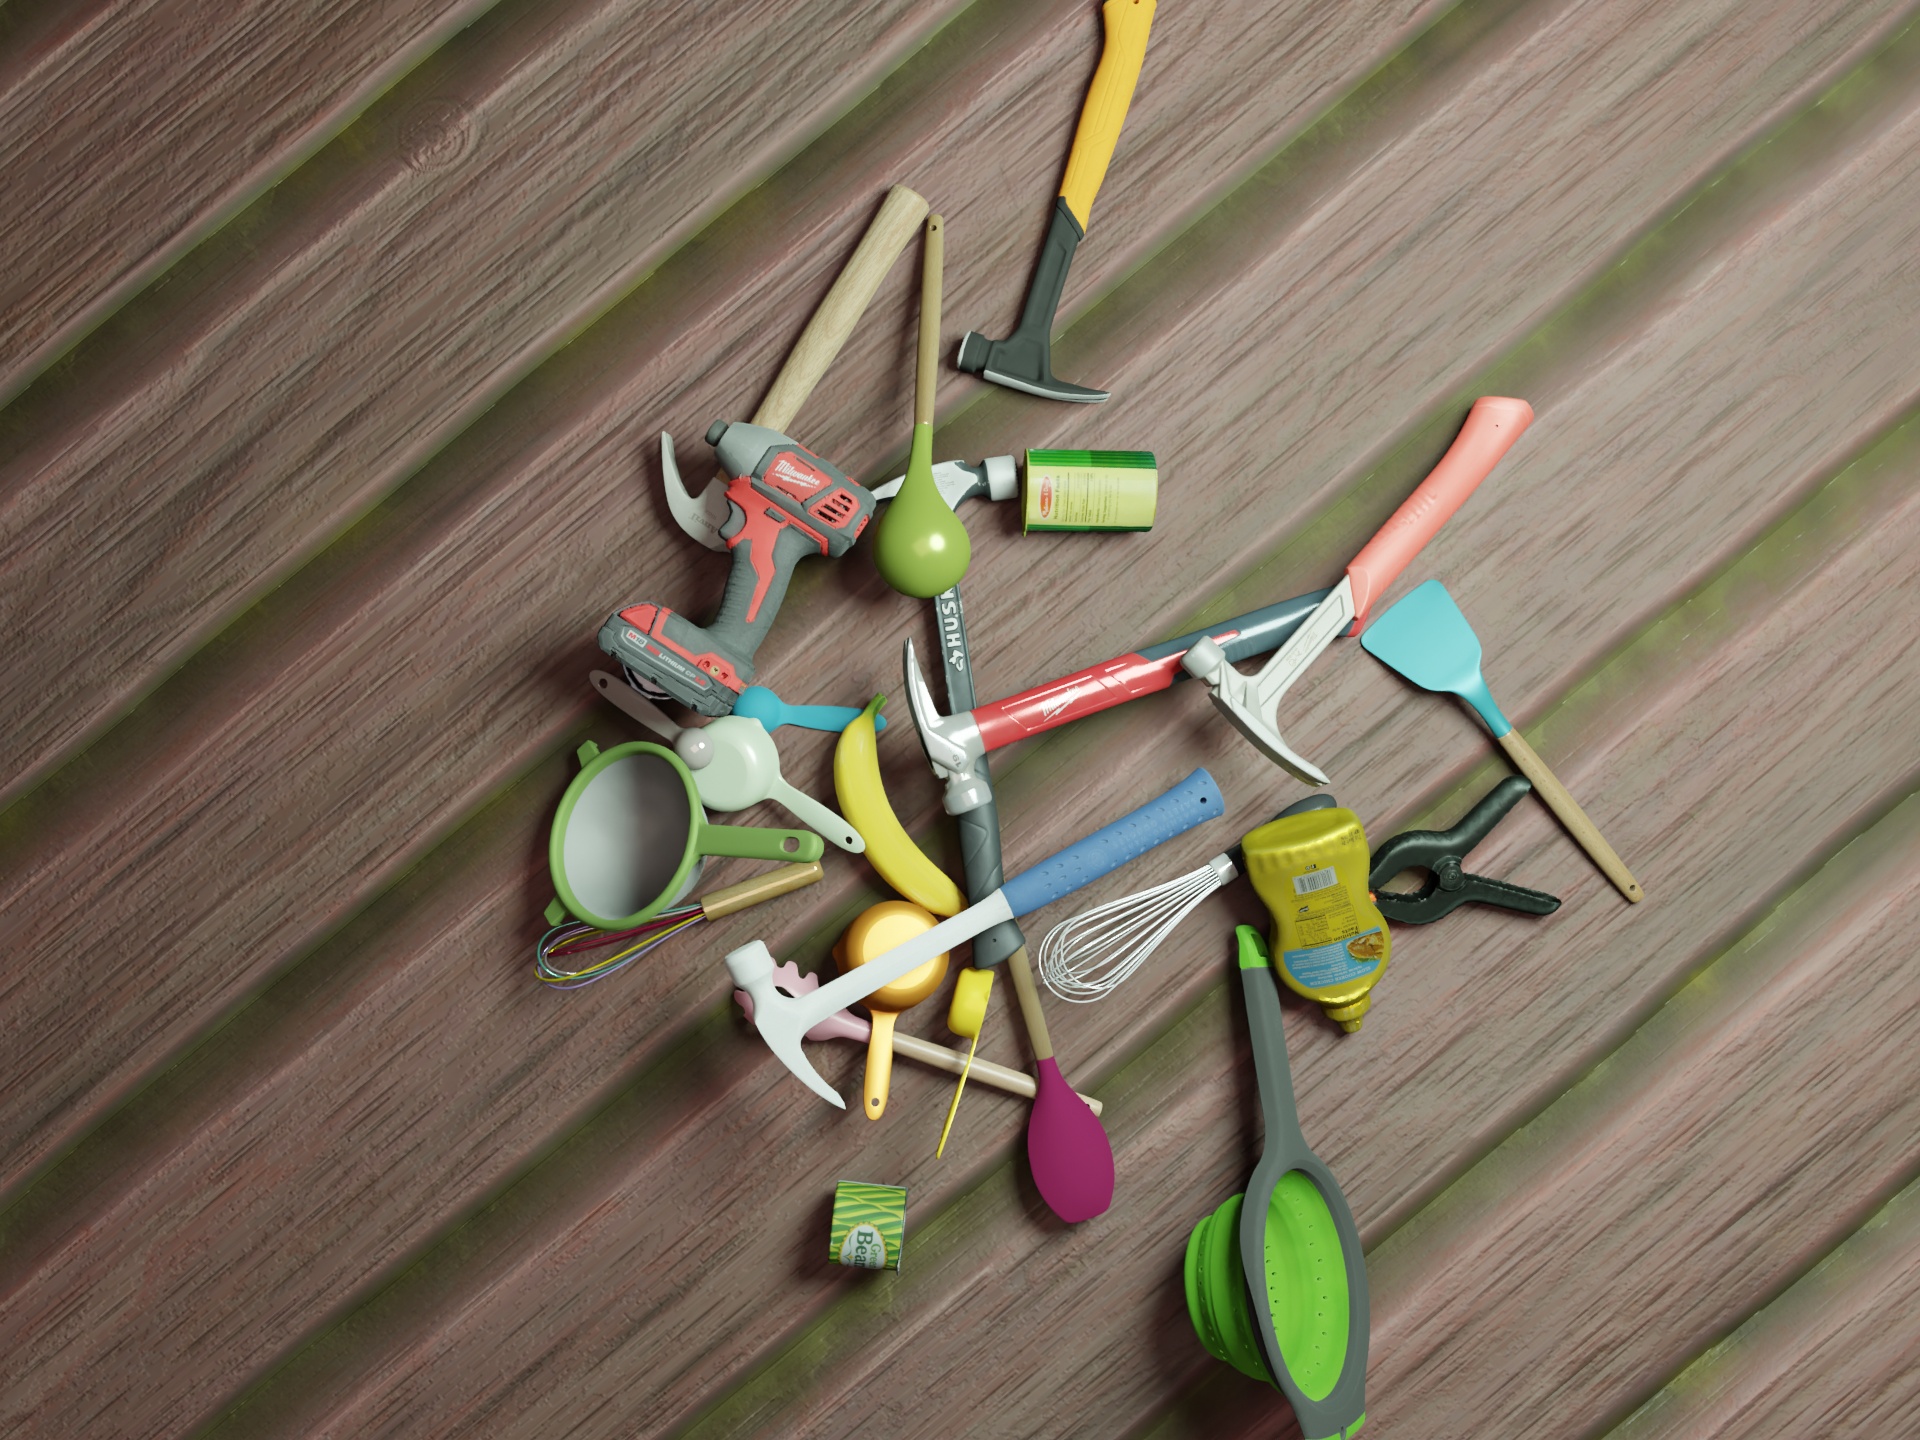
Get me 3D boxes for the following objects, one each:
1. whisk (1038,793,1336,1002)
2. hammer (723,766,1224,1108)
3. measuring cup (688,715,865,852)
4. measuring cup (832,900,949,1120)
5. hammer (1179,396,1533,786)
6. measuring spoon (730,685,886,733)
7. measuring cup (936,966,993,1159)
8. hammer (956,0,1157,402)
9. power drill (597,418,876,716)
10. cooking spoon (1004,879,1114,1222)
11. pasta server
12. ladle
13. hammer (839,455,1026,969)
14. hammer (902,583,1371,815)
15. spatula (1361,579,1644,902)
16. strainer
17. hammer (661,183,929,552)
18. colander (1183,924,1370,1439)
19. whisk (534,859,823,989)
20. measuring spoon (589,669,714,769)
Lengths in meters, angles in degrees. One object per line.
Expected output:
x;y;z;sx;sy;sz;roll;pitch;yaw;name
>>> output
0.187;0.139;1.296;0.284;0.070;0.070;-31;92;-6;whisk
0.029;0.153;1.242;0.405;0.035;0.144;-27;93;-10;hammer
-0.151;0.061;1.270;0.167;0.038;0.083;33;108;10;measuring cup
-0.057;0.228;1.263;0.095;0.052;0.174;9;72;-9;measuring cup
0.341;-0.120;1.266;0.149;0.036;0.359;44;79;-1;hammer
-0.124;-0.003;1.298;0.128;0.021;0.042;5;91;-2;measuring spoon
-0.006;0.270;1.267;0.029;0.062;0.157;17;64;2;measuring cup
0.104;-0.428;1.290;0.127;0.034;0.337;17;91;-1;hammer
-0.180;-0.122;1.237;0.143;0.078;0.219;34;86;-3;power drill
0.061;0.250;1.296;0.068;0.017;0.319;-15;86;-12;cooking spoon
-0.033;0.269;1.306;0.316;0.040;0.060;20;91;-6;pasta server
-0.026;-0.253;1.268;0.078;0.062;0.320;0;75;11;ladle
-0.002;-0.004;1.284;0.149;0.036;0.409;-8;88;0;hammer
0.147;-0.055;1.267;0.386;0.038;0.143;-20;90;-10;hammer
0.462;0.027;1.314;0.082;0.044;0.317;-40;96;-1;spatula
-0.204;0.097;1.241;0.256;0.069;0.151;1;75;29;strainer
-0.128;-0.287;1.289;0.130;0.031;0.331;32;90;-2;hammer
0.231;0.368;1.278;0.094;0.204;0.397;-16;73;33;colander
-0.230;0.158;1.292;0.245;0.047;0.051;-20;91;-5;whisk
-0.249;-0.002;1.261;0.124;0.018;0.034;35;109;10;measuring spoon
